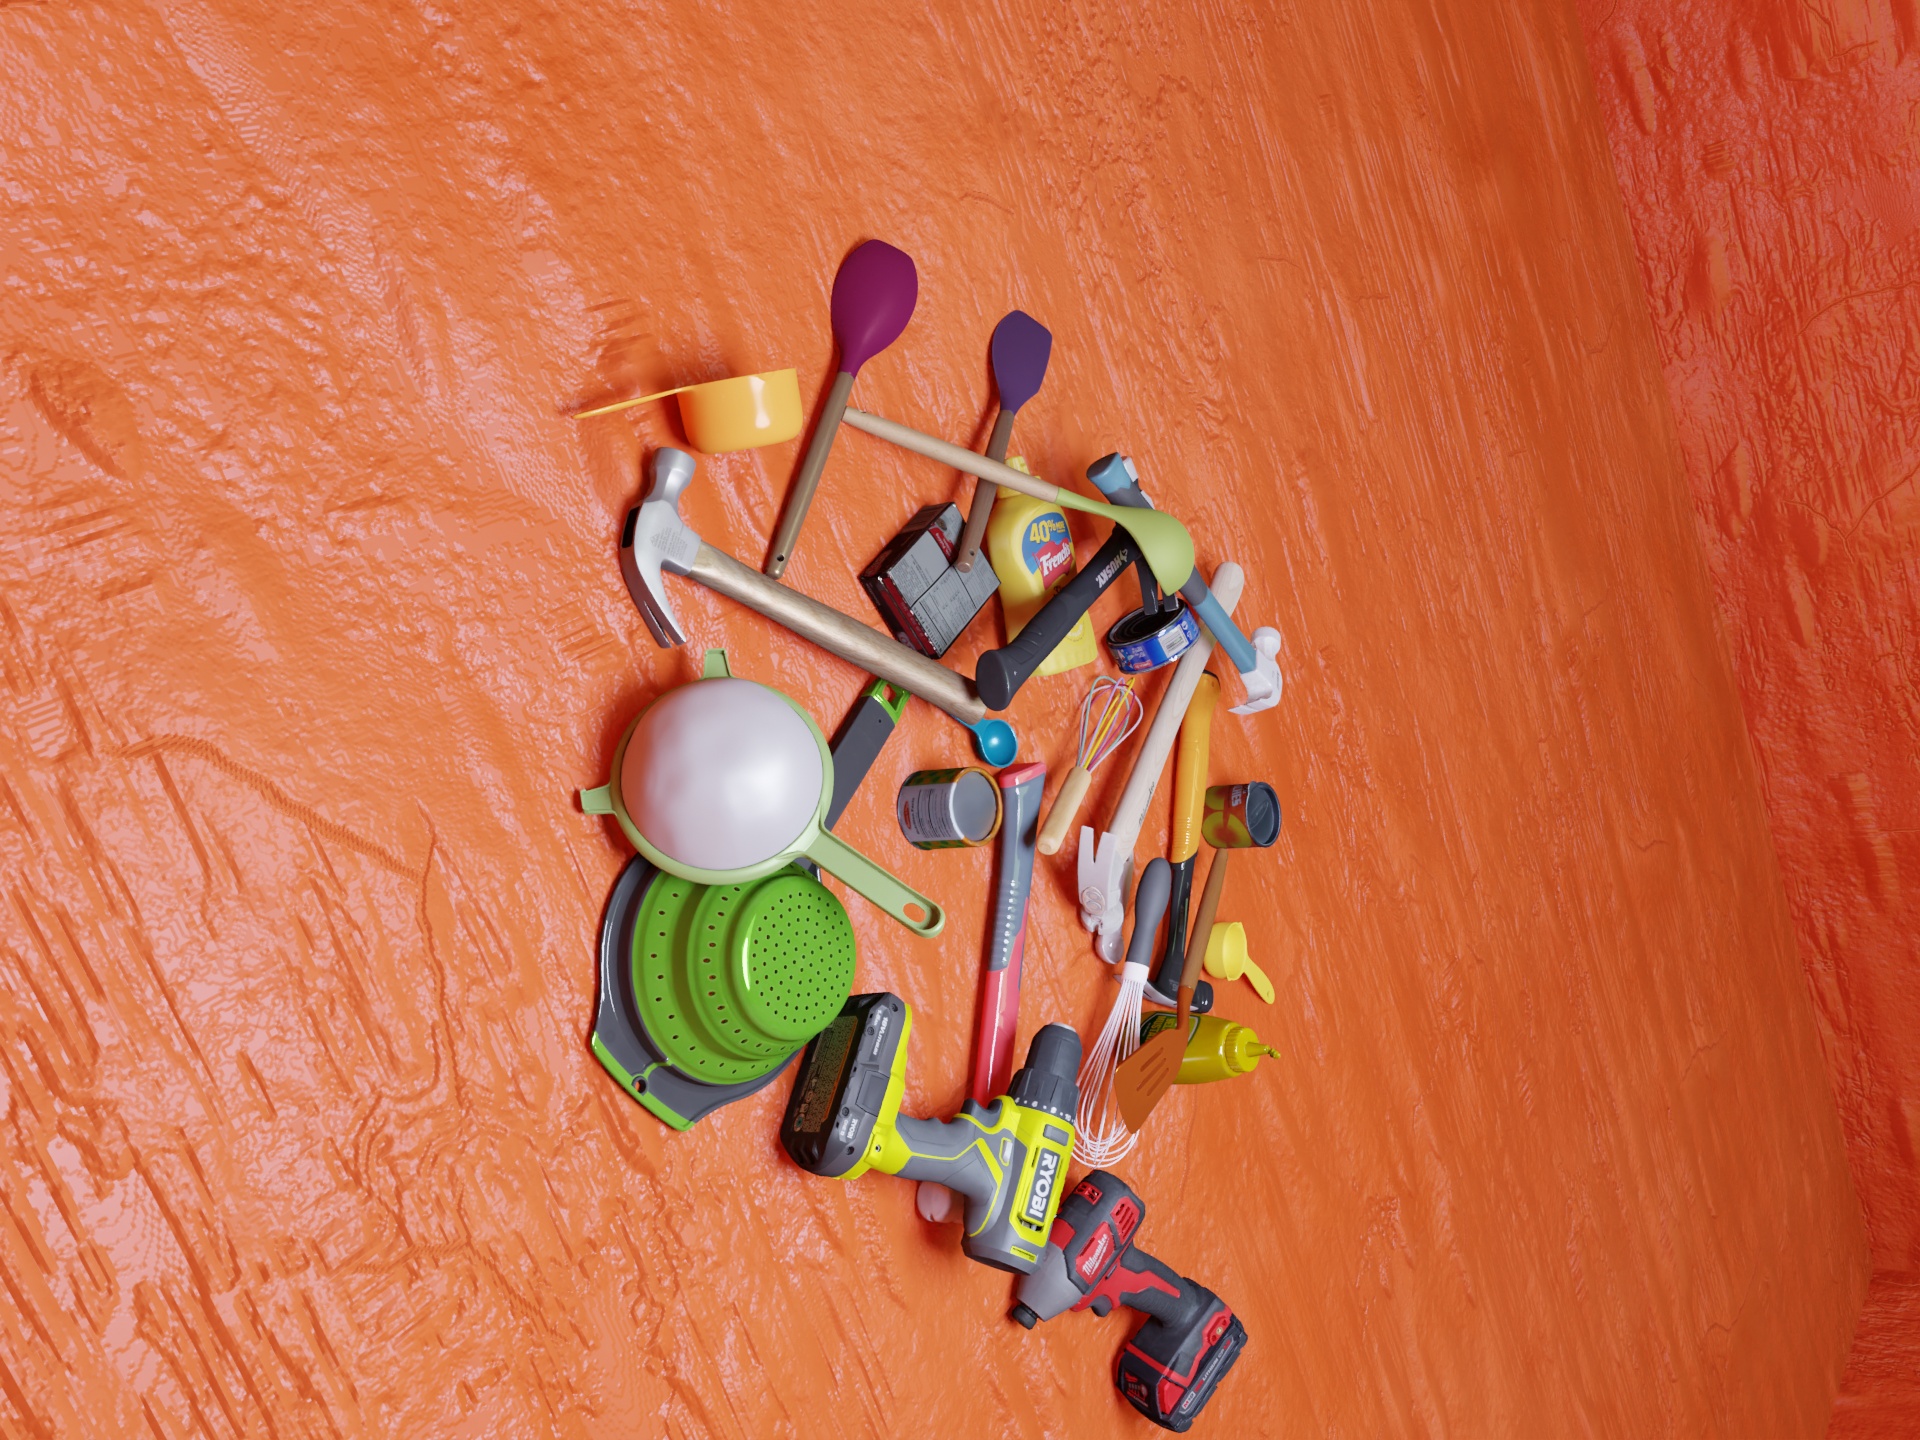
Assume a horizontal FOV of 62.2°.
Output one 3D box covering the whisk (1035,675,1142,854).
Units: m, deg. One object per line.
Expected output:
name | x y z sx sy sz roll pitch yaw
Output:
whisk | 0.113 0.033 1.412 0.051 0.047 0.245 55 38 -20

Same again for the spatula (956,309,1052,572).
spatula | 0.033 -0.248 1.380 0.059 0.018 0.316 30 52 -21

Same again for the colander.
colander | -0.106 0.105 1.146 0.204 0.094 0.397 52 50 -29

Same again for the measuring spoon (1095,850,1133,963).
measuring spoon | 0.143 0.169 1.477 0.034 0.018 0.124 41 49 -36

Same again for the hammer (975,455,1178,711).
hammer | 0.100 -0.099 1.357 0.335 0.035 0.146 -47 120 -49

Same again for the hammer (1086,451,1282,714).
hammer | 0.210 -0.125 1.452 0.330 0.033 0.128 46 38 -36

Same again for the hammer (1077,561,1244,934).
hammer | 0.193 -0.004 1.488 0.146 0.038 0.411 83 28 -52

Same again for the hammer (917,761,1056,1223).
hammer | 0.046 0.226 1.339 0.143 0.038 0.386 24 67 -45

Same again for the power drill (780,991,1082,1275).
power drill | -0.006 0.292 1.204 0.228 0.080 0.191 31 63 -27

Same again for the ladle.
ladle | 0.049 -0.184 1.311 0.320 0.062 0.078 20 26 -11

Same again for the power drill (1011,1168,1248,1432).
power drill | 0.139 0.502 1.363 0.143 0.079 0.219 -48 116 -20

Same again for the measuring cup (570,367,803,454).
measuring cup | -0.190 -0.209 1.121 0.173 0.095 0.052 -21 107 -34

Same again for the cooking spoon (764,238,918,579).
cooking spoon | -0.098 -0.250 1.256 0.068 0.017 0.319 23 68 -15

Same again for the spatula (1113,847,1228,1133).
spatula | 0.200 0.227 1.441 0.323 0.041 0.081 -64 144 -47

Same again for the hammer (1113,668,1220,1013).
hammer | 0.215 0.108 1.548 0.127 0.034 0.337 26 66 -44

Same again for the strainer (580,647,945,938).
strainer | -0.115 0.057 1.044 0.256 0.069 0.151 34 66 10

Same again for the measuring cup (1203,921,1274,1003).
measuring cup | 0.283 0.253 1.615 0.156 0.029 0.062 48 51 -47

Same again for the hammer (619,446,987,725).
hammer | -0.107 -0.071 1.190 0.331 0.031 0.130 27 67 -33

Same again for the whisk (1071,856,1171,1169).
whisk | 0.149 0.257 1.416 0.070 0.070 0.285 31 67 -41

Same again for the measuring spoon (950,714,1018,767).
measuring spoon | -0.002 -0.004 1.342 0.128 0.021 0.042 40 57 -26
